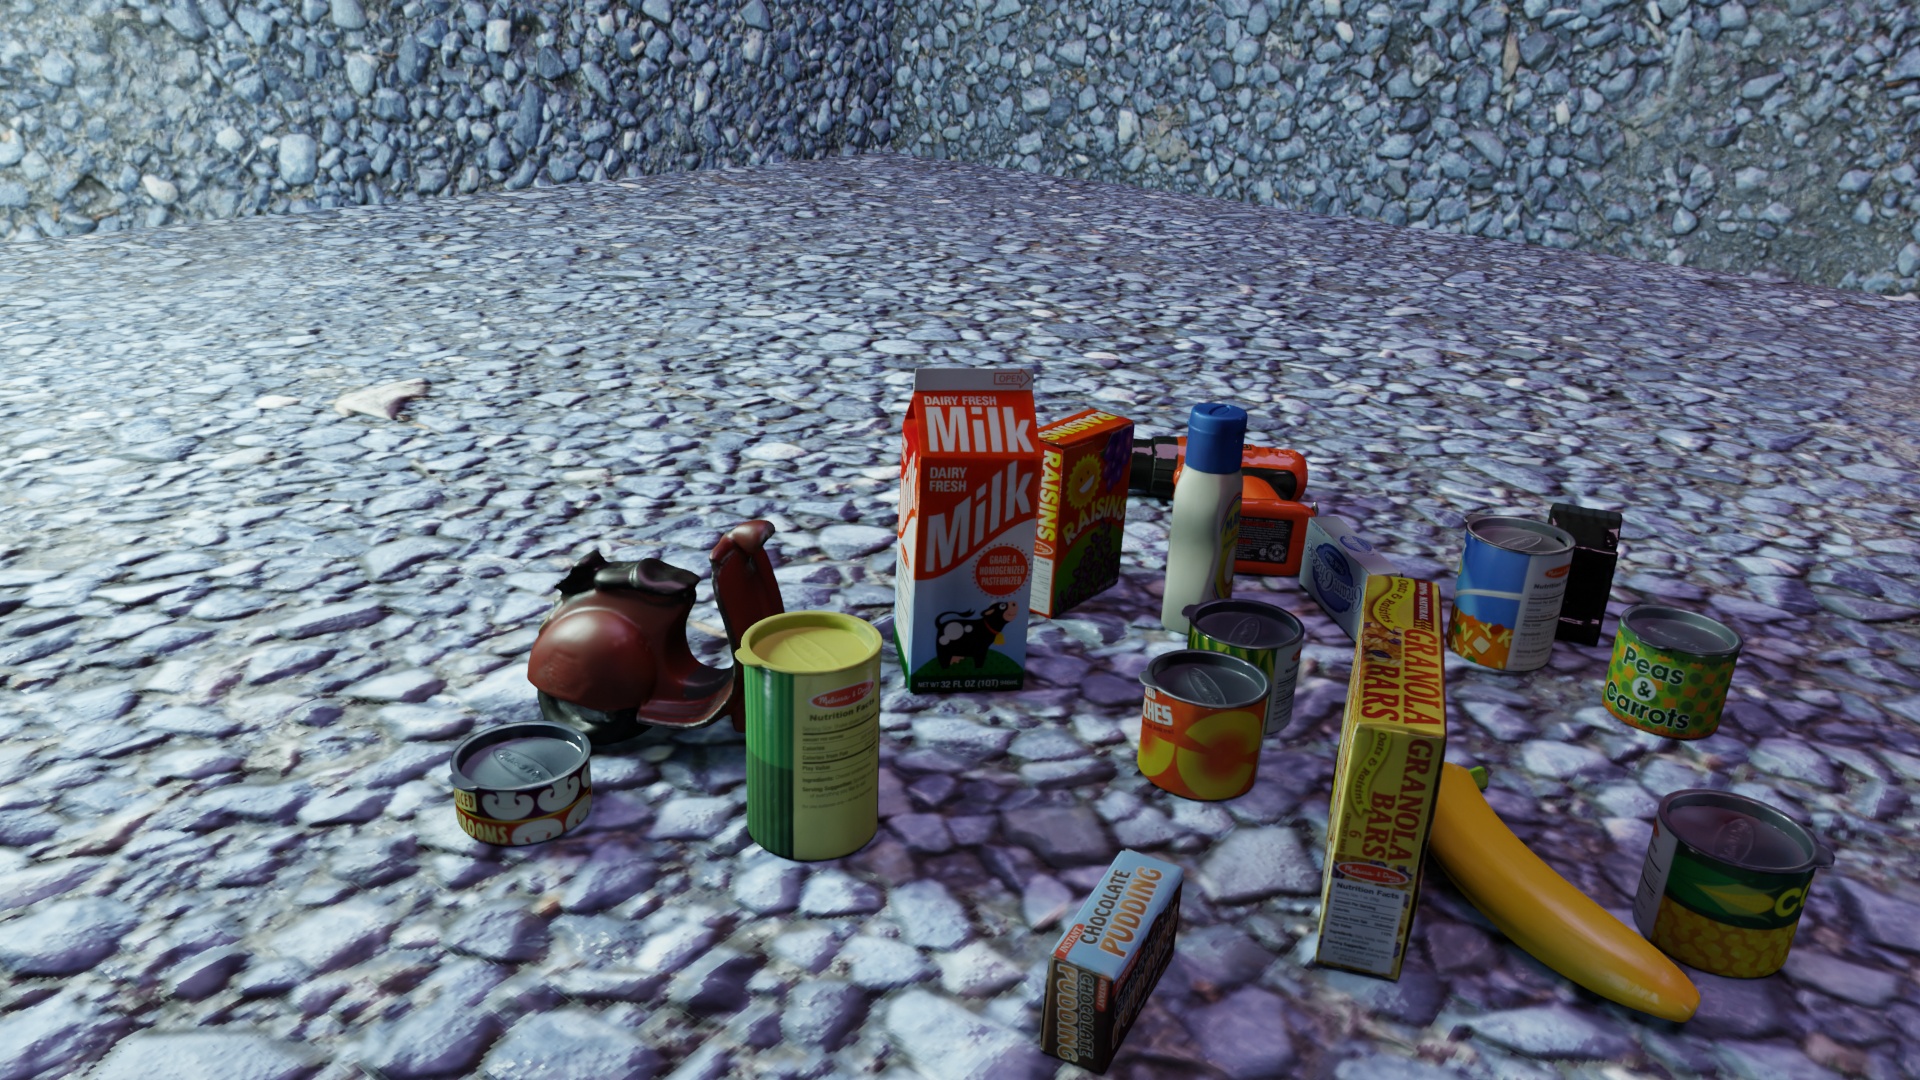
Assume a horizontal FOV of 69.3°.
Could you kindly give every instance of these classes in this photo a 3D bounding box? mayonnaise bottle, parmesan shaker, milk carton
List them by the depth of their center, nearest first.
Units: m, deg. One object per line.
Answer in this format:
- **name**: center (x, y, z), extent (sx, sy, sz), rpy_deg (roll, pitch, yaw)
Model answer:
- **parmesan shaker**: center (-0.074, 0.094, 0.672), extent (0.071, 0.102, 0.071), rpy_deg (3, 22, -1)
- **milk carton**: center (0.003, -0.010, 0.823), extent (0.072, 0.189, 0.074), rpy_deg (-1, 22, -10)
- **mayonnaise bottle**: center (0.161, -0.014, 0.909), extent (0.041, 0.147, 0.065), rpy_deg (14, 24, 26)

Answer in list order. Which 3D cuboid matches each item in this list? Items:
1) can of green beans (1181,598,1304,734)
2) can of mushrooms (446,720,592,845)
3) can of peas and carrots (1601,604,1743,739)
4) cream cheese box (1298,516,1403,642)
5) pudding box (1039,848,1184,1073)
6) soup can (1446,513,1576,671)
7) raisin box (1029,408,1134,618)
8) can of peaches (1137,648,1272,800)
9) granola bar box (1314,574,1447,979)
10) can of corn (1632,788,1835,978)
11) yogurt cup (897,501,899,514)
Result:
- **can of green beans**: center (0.164, 0.073, 0.813), extent (0.071, 0.057, 0.071), rpy_deg (3, 22, -1)
- **can of mushrooms**: center (-0.218, 0.120, 0.685), extent (0.071, 0.033, 0.071), rpy_deg (3, 22, -1)
- **can of peas and carrots**: center (0.423, 0.079, 0.831), extent (0.071, 0.058, 0.071), rpy_deg (3, 22, -1)
- **cream cheese box**: center (0.265, 0.026, 0.947), extent (0.024, 0.053, 0.104), rpy_deg (-1, 22, -10)
- **pudding box**: center (0.063, 0.171, 0.573), extent (0.030, 0.049, 0.084), rpy_deg (13, 24, 24)
- **soup can**: center (0.354, 0.032, 0.903), extent (0.071, 0.083, 0.071), rpy_deg (3, 22, -1)
- **raisin box**: center (0.076, -0.020, 0.944), extent (0.040, 0.123, 0.086), rpy_deg (19, 27, 36)
- **can of peaches**: center (0.128, 0.098, 0.747), extent (0.071, 0.057, 0.071), rpy_deg (3, 22, -1)
- **granola bar box**: center (0.200, 0.104, 0.655), extent (0.039, 0.123, 0.166), rpy_deg (9, 23, 15)
- **can of corn**: center (0.350, 0.156, 0.633), extent (0.071, 0.058, 0.071), rpy_deg (3, 22, -1)
- **yogurt cup**: center (-0.011, -0.001, 0.978), extent (0.072, 0.053, 0.073), rpy_deg (3, 22, -1)
